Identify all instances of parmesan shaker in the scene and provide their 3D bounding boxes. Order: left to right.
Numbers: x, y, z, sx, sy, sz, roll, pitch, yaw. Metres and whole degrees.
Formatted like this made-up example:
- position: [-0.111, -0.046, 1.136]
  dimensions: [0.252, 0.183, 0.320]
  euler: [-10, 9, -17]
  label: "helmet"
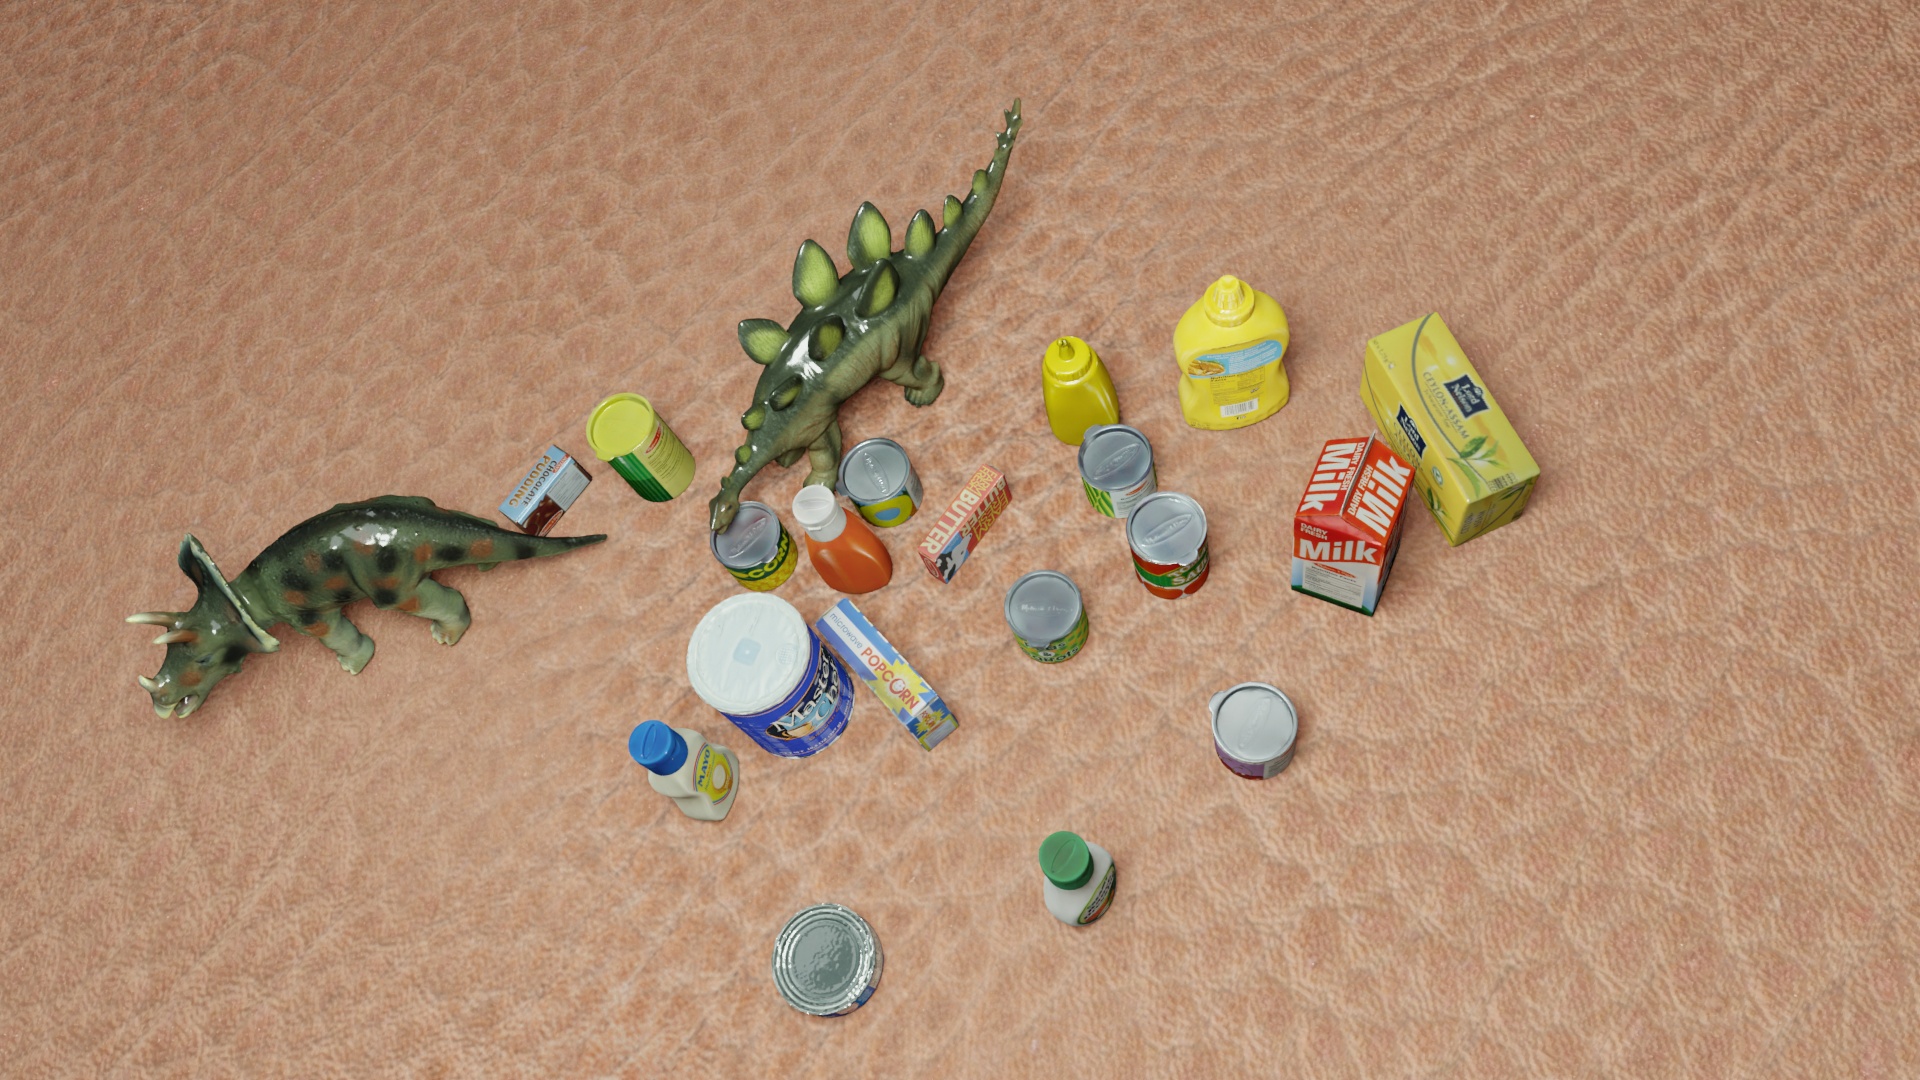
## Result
- position: [-0.302, -0.084, 1.311]
  dimensions: [0.071, 0.102, 0.071]
  euler: [-5, 65, 10]
  label: "parmesan shaker"

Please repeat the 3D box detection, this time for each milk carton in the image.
- position: [0.309, -0.015, 1.097]
  dimensions: [0.073, 0.190, 0.072]
  euler: [20, 72, 20]
  label: "milk carton"

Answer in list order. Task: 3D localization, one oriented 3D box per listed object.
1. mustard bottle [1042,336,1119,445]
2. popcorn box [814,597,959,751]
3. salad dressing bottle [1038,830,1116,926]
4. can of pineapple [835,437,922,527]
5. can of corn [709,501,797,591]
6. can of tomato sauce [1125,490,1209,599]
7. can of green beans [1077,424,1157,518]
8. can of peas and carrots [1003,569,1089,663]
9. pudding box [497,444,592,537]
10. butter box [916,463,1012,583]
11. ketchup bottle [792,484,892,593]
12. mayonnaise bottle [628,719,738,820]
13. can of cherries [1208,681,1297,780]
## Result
- position: [0.102, -0.137, 1.216]
  dimensions: [0.065, 0.159, 0.049]
  euler: [-8, 65, 9]
  label: "mustard bottle"
- position: [-0.062, 0.113, 1.178]
  dimensions: [0.038, 0.085, 0.127]
  euler: [-42, 64, -8]
  label: "popcorn box"
- position: [0.087, 0.252, 1.046]
  dimensions: [0.044, 0.147, 0.064]
  euler: [30, 75, 23]
  label: "salad dressing bottle"
- position: [-0.074, -0.052, 1.272]
  dimensions: [0.071, 0.057, 0.071]
  euler: [-5, 65, 10]
  label: "can of pineapple"
- position: [-0.186, 0.008, 1.269]
  dimensions: [0.071, 0.058, 0.071]
  euler: [-5, 65, 10]
  label: "can of corn"
- position: [0.178, 0.007, 1.176]
  dimensions: [0.071, 0.083, 0.071]
  euler: [-5, 65, 10]
  label: "can of tomato sauce"
- position: [0.140, -0.061, 1.229]
  dimensions: [0.071, 0.057, 0.071]
  euler: [-5, 65, 10]
  label: "can of green beans"
- position: [0.074, 0.068, 1.184]
  dimensions: [0.071, 0.058, 0.071]
  euler: [-5, 65, 10]
  label: "can of peas and carrots"
- position: [-0.401, -0.045, 1.345]
  dimensions: [0.030, 0.049, 0.084]
  euler: [30, 75, 23]
  label: "pudding box"
- position: [0.004, -0.016, 1.241]
  dimensions: [0.024, 0.053, 0.104]
  euler: [32, 76, 23]
  label: "butter box"
- position: [-0.106, 0.000, 1.204]
  dimensions: [0.065, 0.148, 0.044]
  euler: [-4, 65, 11]
  label: "ketchup bottle"
- position: [-0.227, 0.186, 1.145]
  dimensions: [0.041, 0.147, 0.065]
  euler: [4, 67, 14]
  label: "mayonnaise bottle"
- position: [0.233, 0.151, 1.111]
  dimensions: [0.071, 0.058, 0.072]
  euler: [-5, 65, 10]
  label: "can of cherries"
